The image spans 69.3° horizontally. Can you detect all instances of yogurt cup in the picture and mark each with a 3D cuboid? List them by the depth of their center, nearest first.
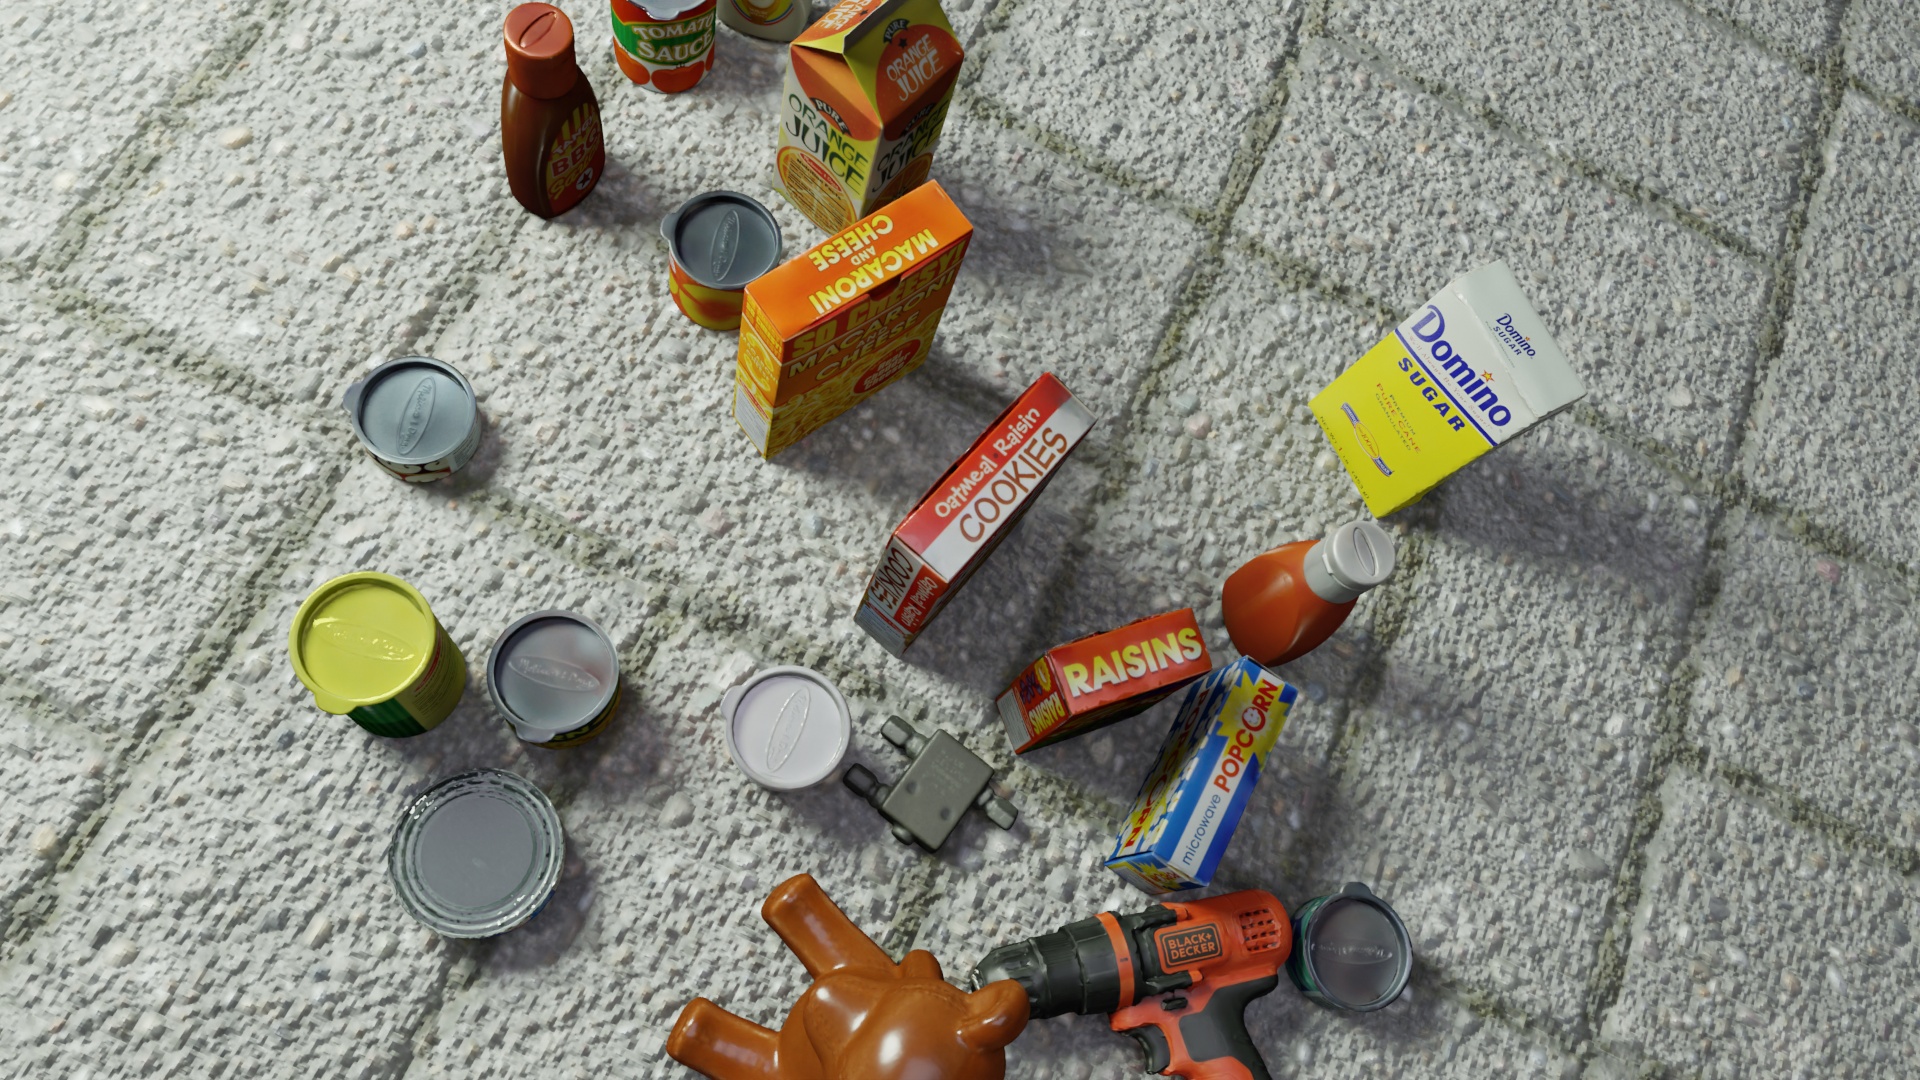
[{"bbox_3d":[-0.096,0.107,0.763,0.072,0.053,0.072,3,72,-10],"label":"yogurt cup"}]

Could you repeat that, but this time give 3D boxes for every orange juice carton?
[{"bbox_3d":[-0.056,-0.255,0.816,0.073,0.192,0.072,42,70,4],"label":"orange juice carton"}]

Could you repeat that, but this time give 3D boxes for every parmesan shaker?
[{"bbox_3d":[-0.296,0.064,0.709,0.071,0.102,0.071,3,72,-10],"label":"parmesan shaker"}]

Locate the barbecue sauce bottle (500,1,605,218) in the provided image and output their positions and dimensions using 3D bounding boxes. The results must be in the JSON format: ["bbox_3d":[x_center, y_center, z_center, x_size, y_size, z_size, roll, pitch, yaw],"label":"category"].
[{"bbox_3d":[-0.237,-0.248,0.800,0.044,0.148,0.065,35,69,1],"label":"barbecue sauce bottle"}]

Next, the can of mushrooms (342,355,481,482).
[{"bbox_3d":[-0.310,-0.069,0.787,0.071,0.033,0.071,3,72,-11],"label":"can of mushrooms"}]

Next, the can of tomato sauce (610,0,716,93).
[{"bbox_3d":[-0.186,-0.331,0.873,0.071,0.082,0.071,3,72,-10],"label":"can of tomato sauce"}]

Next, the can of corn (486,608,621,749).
[{"bbox_3d":[-0.217,0.078,0.745,0.071,0.058,0.071,3,72,-10],"label":"can of corn"}]

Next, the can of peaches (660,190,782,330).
[{"bbox_3d":[-0.146,-0.169,0.841,0.071,0.058,0.071,3,72,-10],"label":"can of peaches"}]

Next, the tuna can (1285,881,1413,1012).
[{"bbox_3d":[0.221,0.233,0.798,0.071,0.032,0.071,3,72,-11],"label":"tuna can"}]

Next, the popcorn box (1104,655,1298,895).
[{"bbox_3d":[0.135,0.135,0.784,0.038,0.085,0.127,31,69,-1],"label":"popcorn box"}]

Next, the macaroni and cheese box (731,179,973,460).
[{"bbox_3d":[-0.064,-0.119,0.783,0.124,0.166,0.040,-34,82,-19],"label":"macaroni and cheese box"}]

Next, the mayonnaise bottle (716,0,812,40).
[{"bbox_3d":[-0.120,-0.376,0.866,0.065,0.147,0.041,14,70,-7],"label":"mayonnaise bottle"}]

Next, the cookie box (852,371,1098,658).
[{"bbox_3d":[0.003,-0.010,0.761,0.040,0.167,0.123,41,69,3],"label":"cookie box"}]

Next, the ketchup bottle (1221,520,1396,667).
[{"bbox_3d":[0.198,0.028,0.798,0.043,0.148,0.065,-12,75,-15],"label":"ketchup bottle"}]

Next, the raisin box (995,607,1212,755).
[{"bbox_3d":[0.076,0.079,0.770,0.086,0.123,0.040,-15,76,-16],"label":"raisin box"}]
